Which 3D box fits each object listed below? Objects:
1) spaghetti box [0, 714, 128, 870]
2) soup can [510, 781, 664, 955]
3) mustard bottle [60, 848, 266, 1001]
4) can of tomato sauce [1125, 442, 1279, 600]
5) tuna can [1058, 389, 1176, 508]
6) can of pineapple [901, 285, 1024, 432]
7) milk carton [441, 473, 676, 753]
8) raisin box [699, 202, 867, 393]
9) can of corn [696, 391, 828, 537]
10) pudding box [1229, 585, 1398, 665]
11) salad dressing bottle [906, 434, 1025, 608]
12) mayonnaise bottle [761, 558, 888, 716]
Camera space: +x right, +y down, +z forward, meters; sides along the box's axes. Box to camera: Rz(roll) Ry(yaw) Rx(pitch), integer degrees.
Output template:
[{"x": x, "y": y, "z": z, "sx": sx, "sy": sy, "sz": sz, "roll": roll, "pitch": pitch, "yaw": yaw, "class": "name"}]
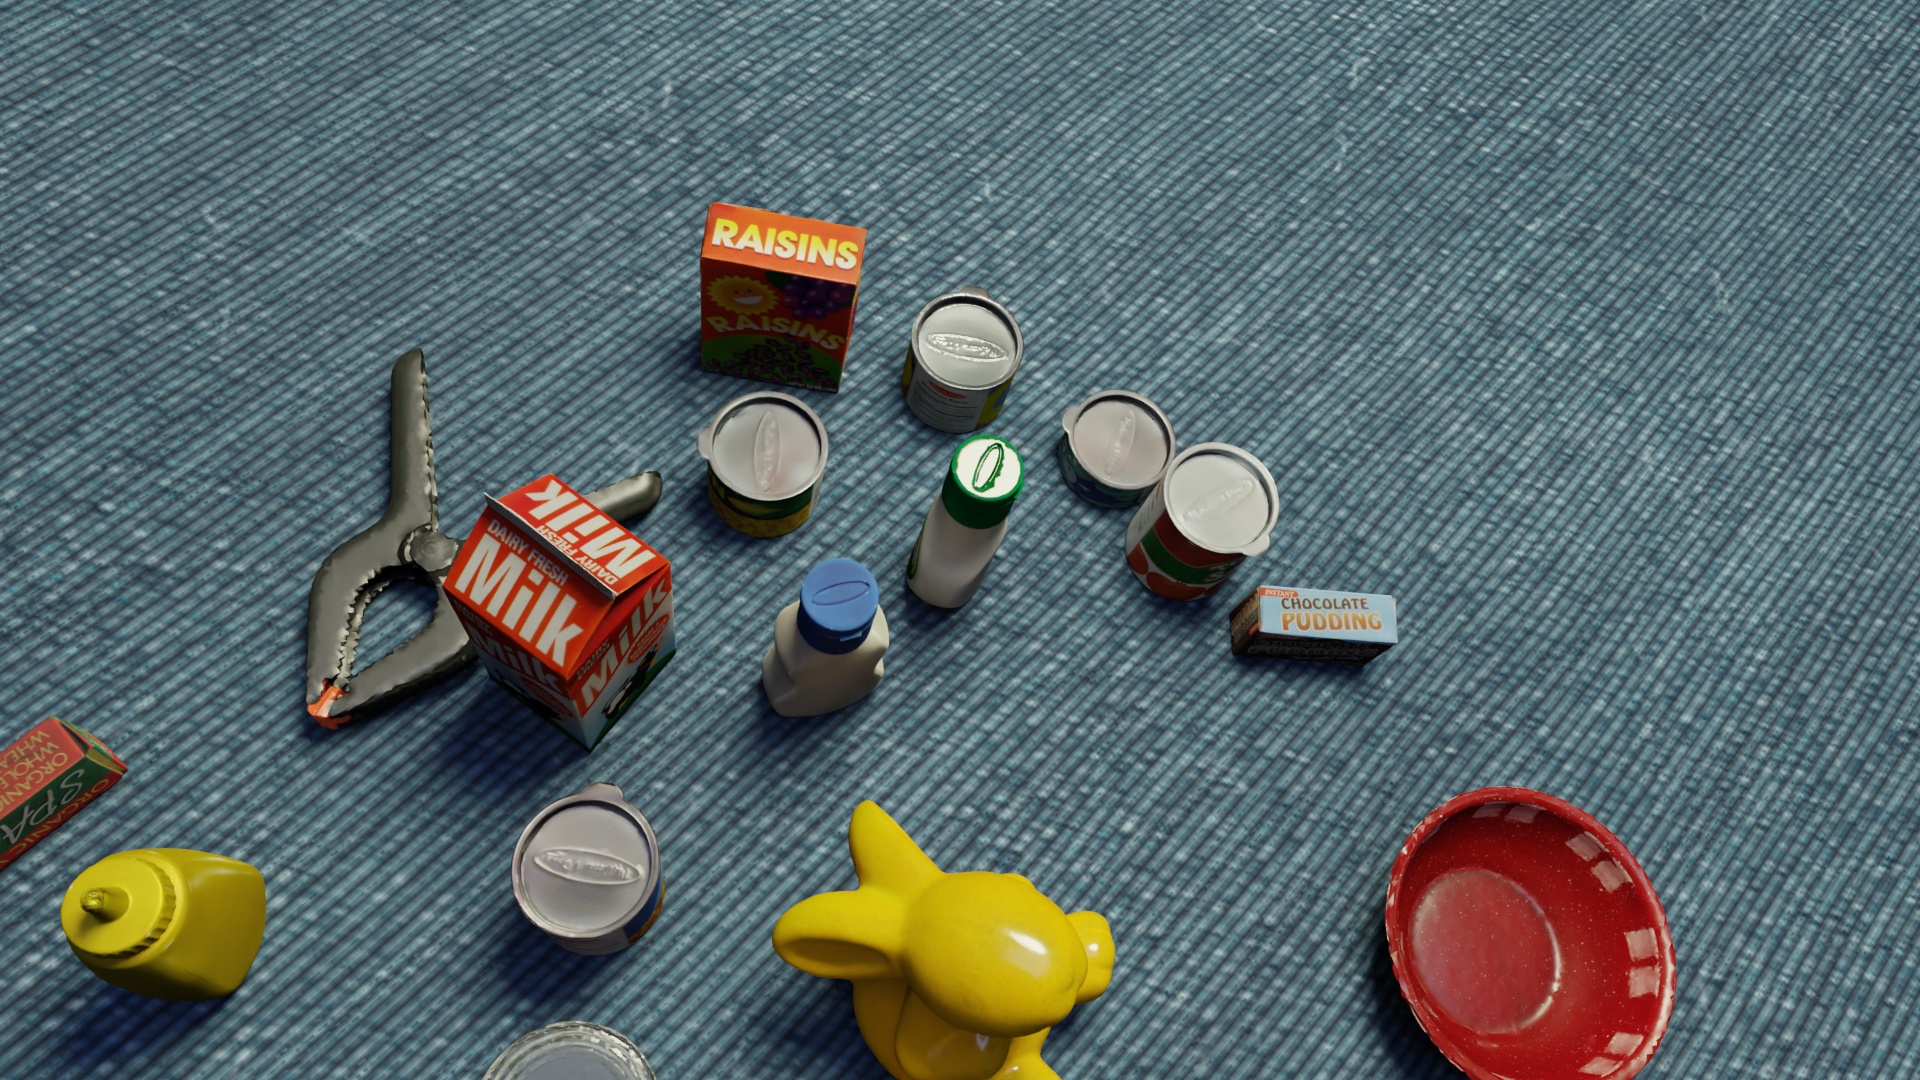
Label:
[{"x": -0.503, "y": 0.176, "z": 0.627, "sx": 0.029, "sy": 0.050, "sz": 0.251, "roll": 43, "pitch": 67, "yaw": 9, "class": "spaghetti box"}, {"x": -0.177, "y": 0.160, "z": 0.672, "sx": 0.071, "sy": 0.083, "sz": 0.071, "roll": 4, "pitch": 68, "yaw": -9, "class": "soup can"}, {"x": -0.347, "y": 0.162, "z": 0.600, "sx": 0.049, "sy": 0.159, "sz": 0.065, "roll": 6, "pitch": 67, "yaw": -7, "class": "mustard bottle"}, {"x": 0.138, "y": -0.008, "z": 0.797, "sx": 0.071, "sy": 0.082, "sz": 0.071, "roll": 4, "pitch": 68, "yaw": -9, "class": "can of tomato sauce"}, {"x": 0.091, "y": -0.056, "z": 0.836, "sx": 0.071, "sy": 0.032, "sz": 0.071, "roll": 4, "pitch": 67, "yaw": -9, "class": "tuna can"}, {"x": 0.001, "y": -0.107, "z": 0.828, "sx": 0.071, "sy": 0.057, "sz": 0.071, "roll": 4, "pitch": 68, "yaw": -9, "class": "can of pineapple"}, {"x": -0.187, "y": 0.034, "z": 0.664, "sx": 0.072, "sy": 0.189, "sz": 0.074, "roll": 35, "pitch": 67, "yaw": 5, "class": "milk carton"}, {"x": -0.102, "y": -0.135, "z": 0.786, "sx": 0.086, "sy": 0.123, "sz": 0.040, "roll": 10, "pitch": 67, "yaw": -6, "class": "raisin box"}, {"x": -0.112, "y": -0.042, "z": 0.781, "sx": 0.071, "sy": 0.058, "sz": 0.071, "roll": 4, "pitch": 68, "yaw": -9, "class": "can of corn"}, {"x": 0.204, "y": 0.049, "z": 0.804, "sx": 0.084, "sy": 0.049, "sz": 0.030, "roll": 5, "pitch": 67, "yaw": -8, "class": "pudding box"}, {"x": 0.003, "y": -0.009, "z": 0.739, "sx": 0.044, "sy": 0.147, "sz": 0.064, "roll": 25, "pitch": 66, "yaw": 1, "class": "salad dressing bottle"}, {"x": -0.066, "y": 0.051, "z": 0.702, "sx": 0.065, "sy": 0.147, "sz": 0.041, "roll": -14, "pitch": 72, "yaw": -15, "class": "mayonnaise bottle"}]
